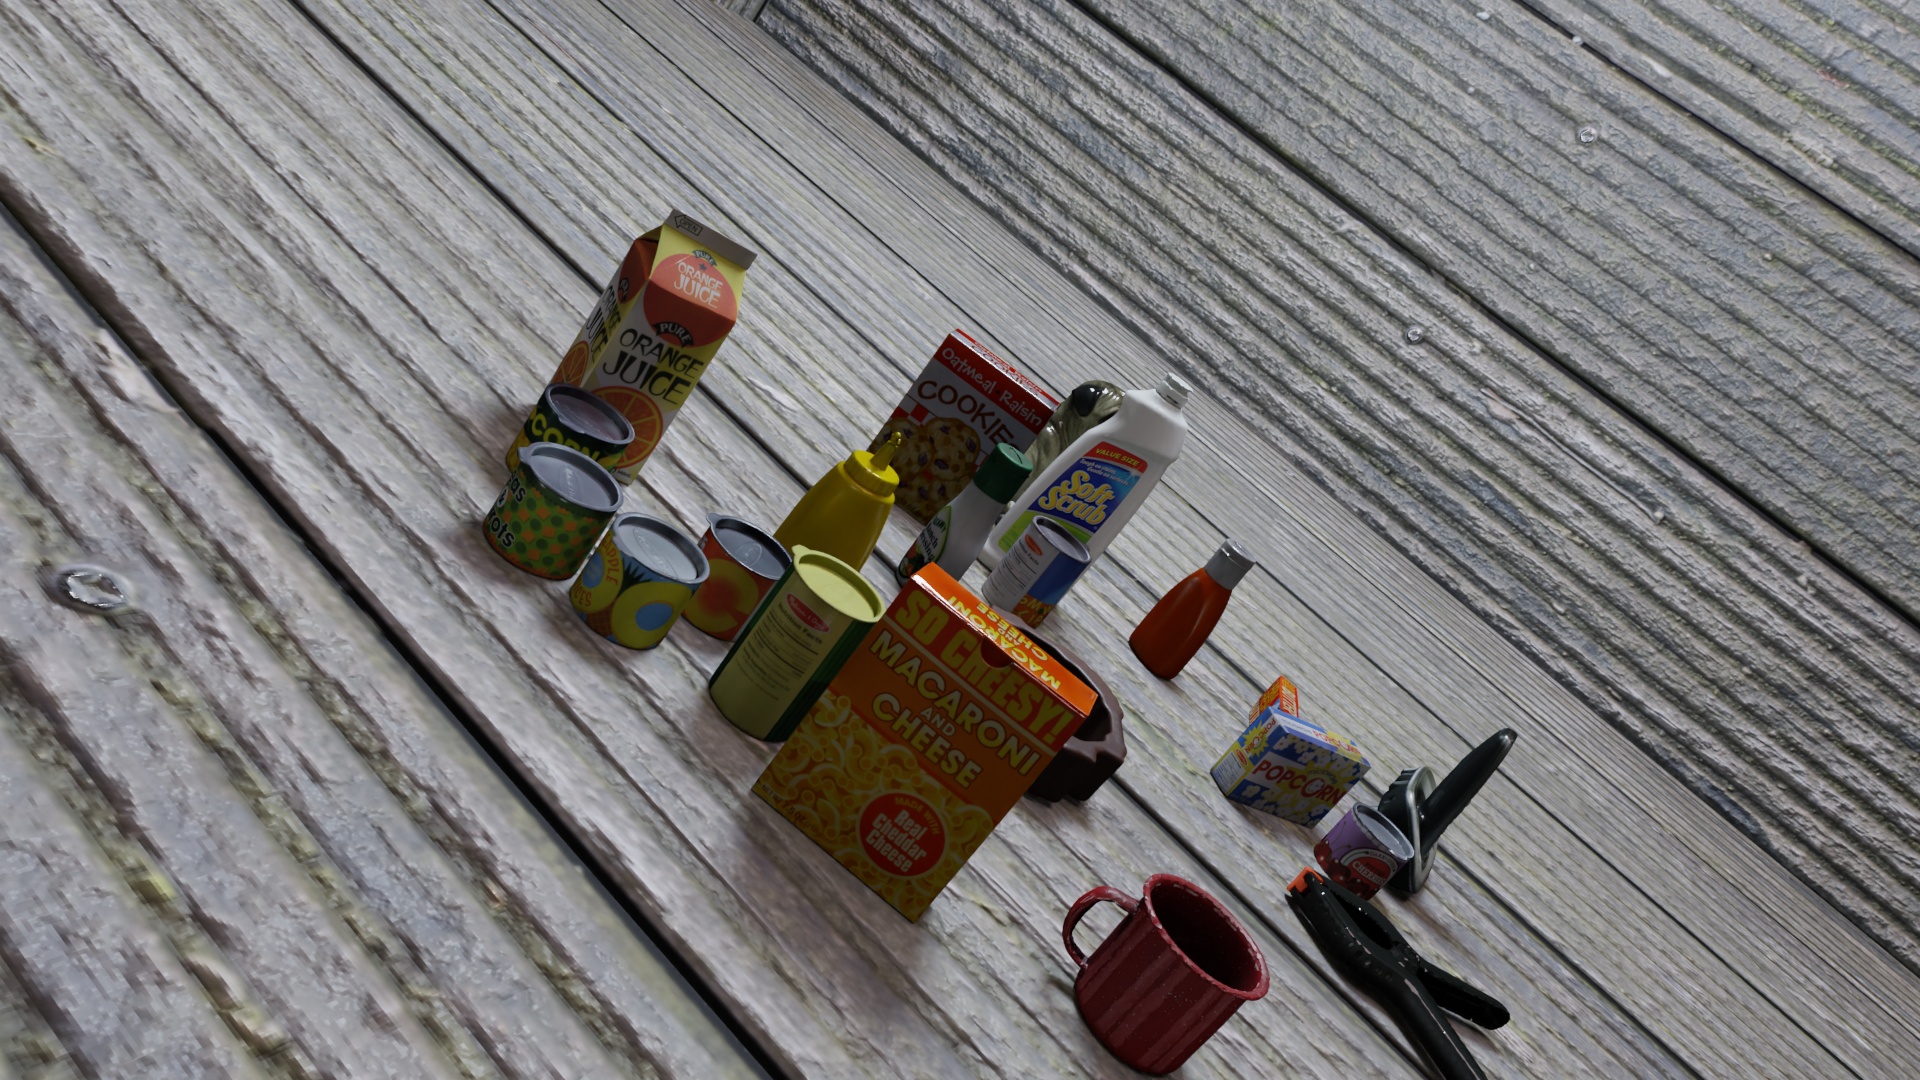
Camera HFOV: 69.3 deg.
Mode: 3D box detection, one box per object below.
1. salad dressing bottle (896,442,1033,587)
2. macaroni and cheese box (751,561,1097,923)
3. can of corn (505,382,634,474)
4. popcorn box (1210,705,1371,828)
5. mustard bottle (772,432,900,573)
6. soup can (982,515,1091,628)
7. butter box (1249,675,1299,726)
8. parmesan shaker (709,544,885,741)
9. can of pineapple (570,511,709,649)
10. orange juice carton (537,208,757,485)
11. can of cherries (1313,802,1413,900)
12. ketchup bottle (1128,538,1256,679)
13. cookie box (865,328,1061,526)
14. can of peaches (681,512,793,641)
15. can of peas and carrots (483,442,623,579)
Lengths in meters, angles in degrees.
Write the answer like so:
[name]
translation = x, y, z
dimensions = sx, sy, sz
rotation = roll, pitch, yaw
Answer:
[salad dressing bottle]
translation = 0.004, -0.015, 1.164
dimensions = 0.044, 0.147, 0.064
rotation = 27, 21, -27
[macaroni and cheese box]
translation = -0.022, 0.115, 0.786
dimensions = 0.124, 0.166, 0.040
rotation = 38, 18, 4
[can of corn]
translation = -0.266, -0.064, 0.942
dimensions = 0.071, 0.058, 0.071
rotation = 33, 19, -13
[popcorn box]
translation = 0.300, 0.207, 1.262
dimensions = 0.126, 0.085, 0.038
rotation = 24, 22, -33
[mustard bottle]
translation = -0.085, -0.014, 0.987
dimensions = 0.065, 0.159, 0.049
rotation = 28, 20, -26
[soup can]
translation = 0.071, 0.030, 1.276
dimensions = 0.071, 0.083, 0.071
rotation = 33, 19, -13
[butter box]
translation = 0.318, 0.178, 1.411
dimensions = 0.024, 0.053, 0.104
rotation = 37, 19, 1
[parmesan shaker]
translation = -0.104, 0.064, 0.860
dimensions = 0.071, 0.102, 0.071
rotation = 33, 19, -13
[can of pineapple]
translation = -0.199, 0.024, 0.854
dimensions = 0.071, 0.057, 0.071
rotation = 33, 19, -13
[orange juice carton]
translation = -0.224, -0.143, 0.995
dimensions = 0.072, 0.192, 0.073
rotation = 24, 22, -33
[can of cherries]
translation = 0.360, 0.279, 1.239
dimensions = 0.071, 0.058, 0.072
rotation = 33, 19, -13
[ketchup bottle]
translation = 0.232, 0.065, 1.377
dimensions = 0.043, 0.148, 0.065
rotation = 21, 25, -41
[cookie box]
translation = -0.004, -0.097, 1.313
dimensions = 0.123, 0.167, 0.040
rotation = 37, 18, -1
[can of peaches]
translation = -0.155, 0.024, 0.932
dimensions = 0.071, 0.058, 0.071
rotation = 33, 19, -13
[can of peas and carrots]
translation = -0.254, -0.019, 0.858
dimensions = 0.071, 0.058, 0.071
rotation = 33, 19, -13
